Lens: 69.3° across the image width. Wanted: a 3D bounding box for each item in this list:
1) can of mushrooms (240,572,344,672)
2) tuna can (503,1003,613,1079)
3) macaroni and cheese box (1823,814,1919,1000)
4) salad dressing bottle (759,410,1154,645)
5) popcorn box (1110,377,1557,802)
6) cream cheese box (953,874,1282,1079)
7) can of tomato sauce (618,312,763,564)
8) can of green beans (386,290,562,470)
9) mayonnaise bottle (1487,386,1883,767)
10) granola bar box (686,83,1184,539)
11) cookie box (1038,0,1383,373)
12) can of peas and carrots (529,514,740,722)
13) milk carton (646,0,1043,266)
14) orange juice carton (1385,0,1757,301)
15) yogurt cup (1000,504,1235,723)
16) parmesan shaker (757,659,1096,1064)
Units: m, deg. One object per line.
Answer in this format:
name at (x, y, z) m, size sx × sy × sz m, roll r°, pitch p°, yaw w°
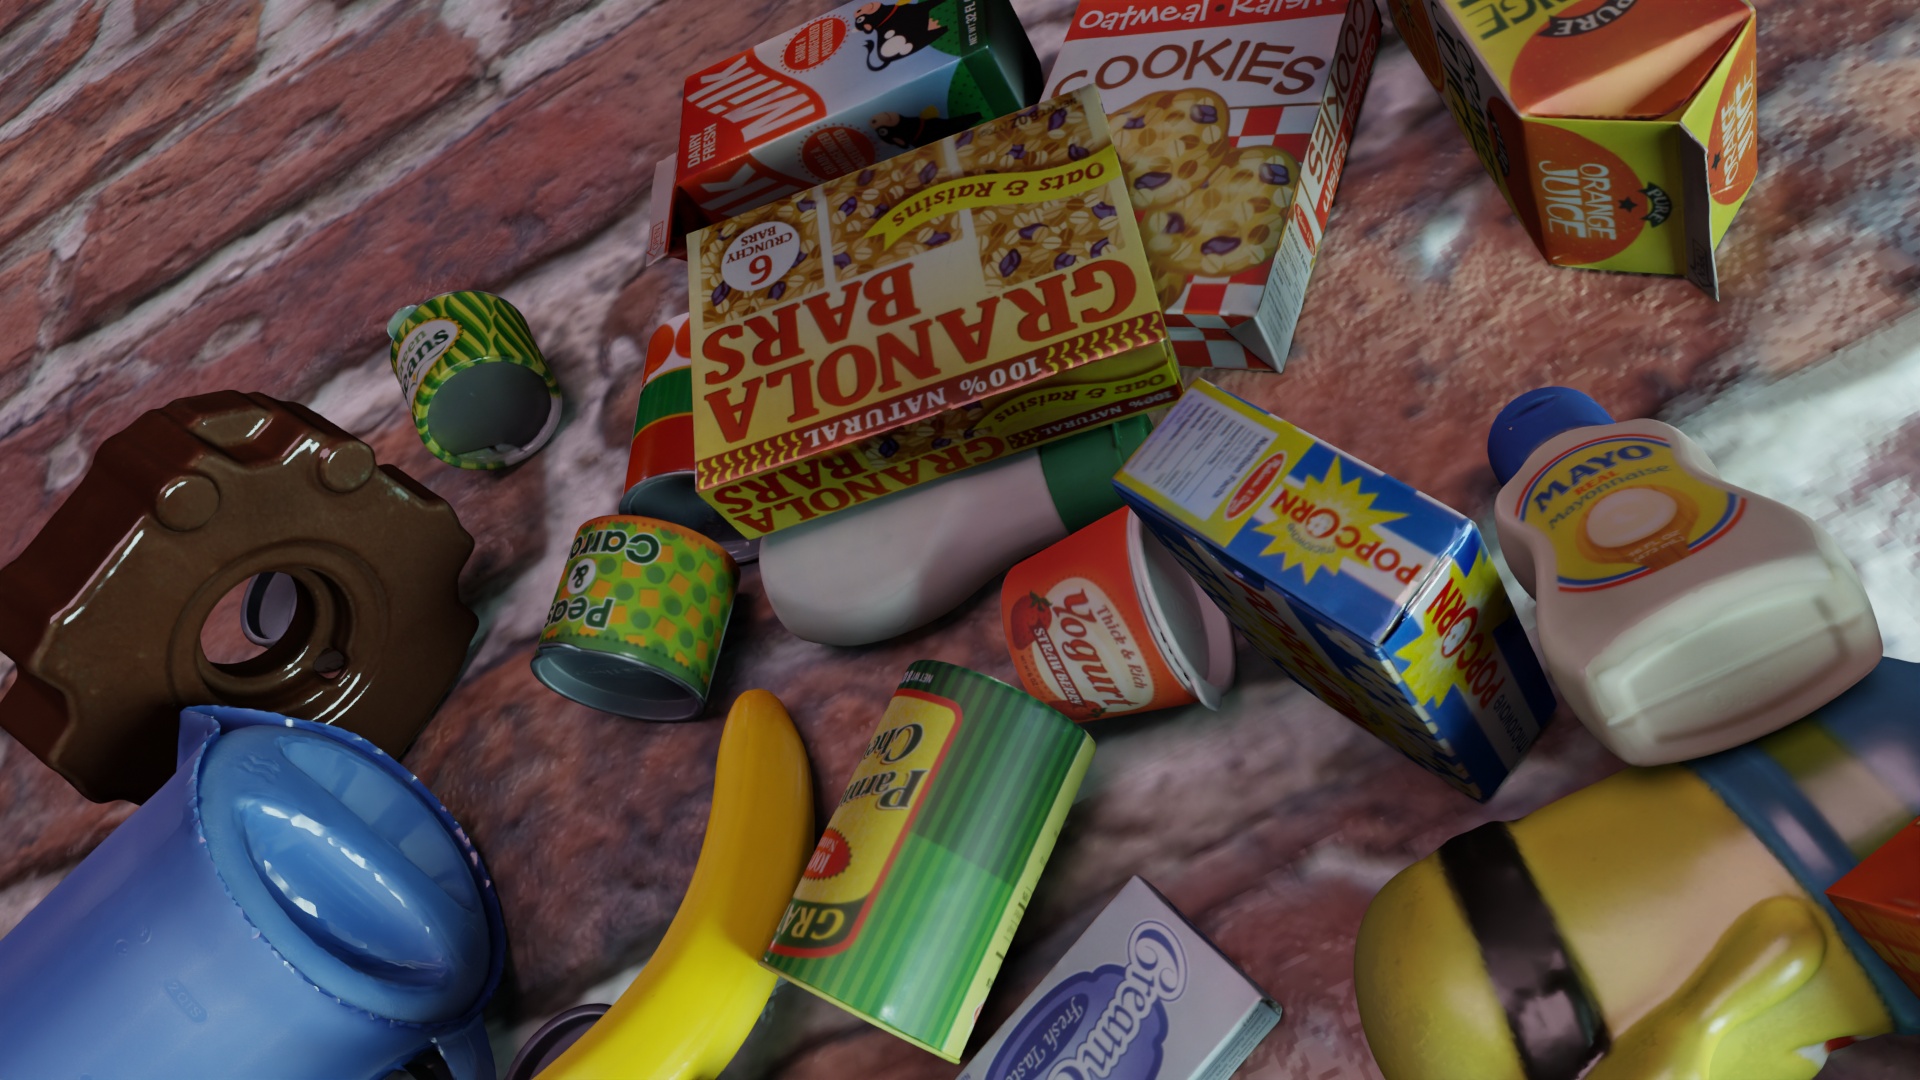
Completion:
can of mushrooms at (-0.297, 0.026, 0.650) m, size 0.071 × 0.033 × 0.071 m, roll -14°, pitch 54°, yaw 21°
tuna can at (-0.112, 0.186, 0.445) m, size 0.071 × 0.032 × 0.071 m, roll -14°, pitch 55°, yaw 21°
macaroni and cheese box at (0.265, 0.091, 0.244) m, size 0.124 × 0.040 × 0.166 m, roll -40°, pitch 81°, yaw 0°
salad dressing bottle at (0.002, -0.006, 0.500) m, size 0.147 × 0.044 × 0.064 m, roll -19°, pitch 51°, yaw 15°
popcorn box at (0.104, 0.017, 0.373) m, size 0.038 × 0.126 × 0.085 m, roll -51°, pitch 50°, yaw -2°
cream cheese box at (0.037, 0.152, 0.391) m, size 0.104 × 0.024 × 0.053 m, roll -48°, pitch 52°, yaw -5°
can of tomato sauce at (-0.097, -0.042, 0.562) m, size 0.071 × 0.071 × 0.083 m, roll -14°, pitch 54°, yaw 21°
can of green beans at (-0.228, -0.075, 0.655) m, size 0.071 × 0.071 × 0.058 m, roll -39°, pitch 50°, yaw 2°
mayonnaise bottle at (0.171, -0.001, 0.358) m, size 0.064 × 0.041 × 0.149 m, roll -30°, pitch 17°, yaw 18°
granola bar box at (-0.014, -0.082, 0.498) m, size 0.165 × 0.039 × 0.125 m, roll -17°, pitch 57°, yaw 12°
cookie box at (0.084, -0.147, 0.546) m, size 0.123 × 0.040 × 0.168 m, roll 7°, pitch 65°, yaw 32°
can of peas and carrots at (-0.124, 0.029, 0.527) m, size 0.071 × 0.070 × 0.059 m, roll -4°, pitch 58°, yaw 27°
milk carton at (-0.061, -0.181, 0.625) m, size 0.190 × 0.073 × 0.073 m, roll -16°, pitch 54°, yaw 20°
orange juice carton at (0.206, -0.167, 0.470) m, size 0.073 × 0.071 × 0.193 m, roll -24°, pitch 52°, yaw 15°
yogurt cup at (0.049, 0.025, 0.441) m, size 0.054 × 0.072 × 0.073 m, roll -22°, pitch 52°, yaw 26°
parmesan shaker at (-0.009, 0.096, 0.427) m, size 0.071 × 0.071 × 0.103 m, roll 13°, pitch 67°, yaw 34°
